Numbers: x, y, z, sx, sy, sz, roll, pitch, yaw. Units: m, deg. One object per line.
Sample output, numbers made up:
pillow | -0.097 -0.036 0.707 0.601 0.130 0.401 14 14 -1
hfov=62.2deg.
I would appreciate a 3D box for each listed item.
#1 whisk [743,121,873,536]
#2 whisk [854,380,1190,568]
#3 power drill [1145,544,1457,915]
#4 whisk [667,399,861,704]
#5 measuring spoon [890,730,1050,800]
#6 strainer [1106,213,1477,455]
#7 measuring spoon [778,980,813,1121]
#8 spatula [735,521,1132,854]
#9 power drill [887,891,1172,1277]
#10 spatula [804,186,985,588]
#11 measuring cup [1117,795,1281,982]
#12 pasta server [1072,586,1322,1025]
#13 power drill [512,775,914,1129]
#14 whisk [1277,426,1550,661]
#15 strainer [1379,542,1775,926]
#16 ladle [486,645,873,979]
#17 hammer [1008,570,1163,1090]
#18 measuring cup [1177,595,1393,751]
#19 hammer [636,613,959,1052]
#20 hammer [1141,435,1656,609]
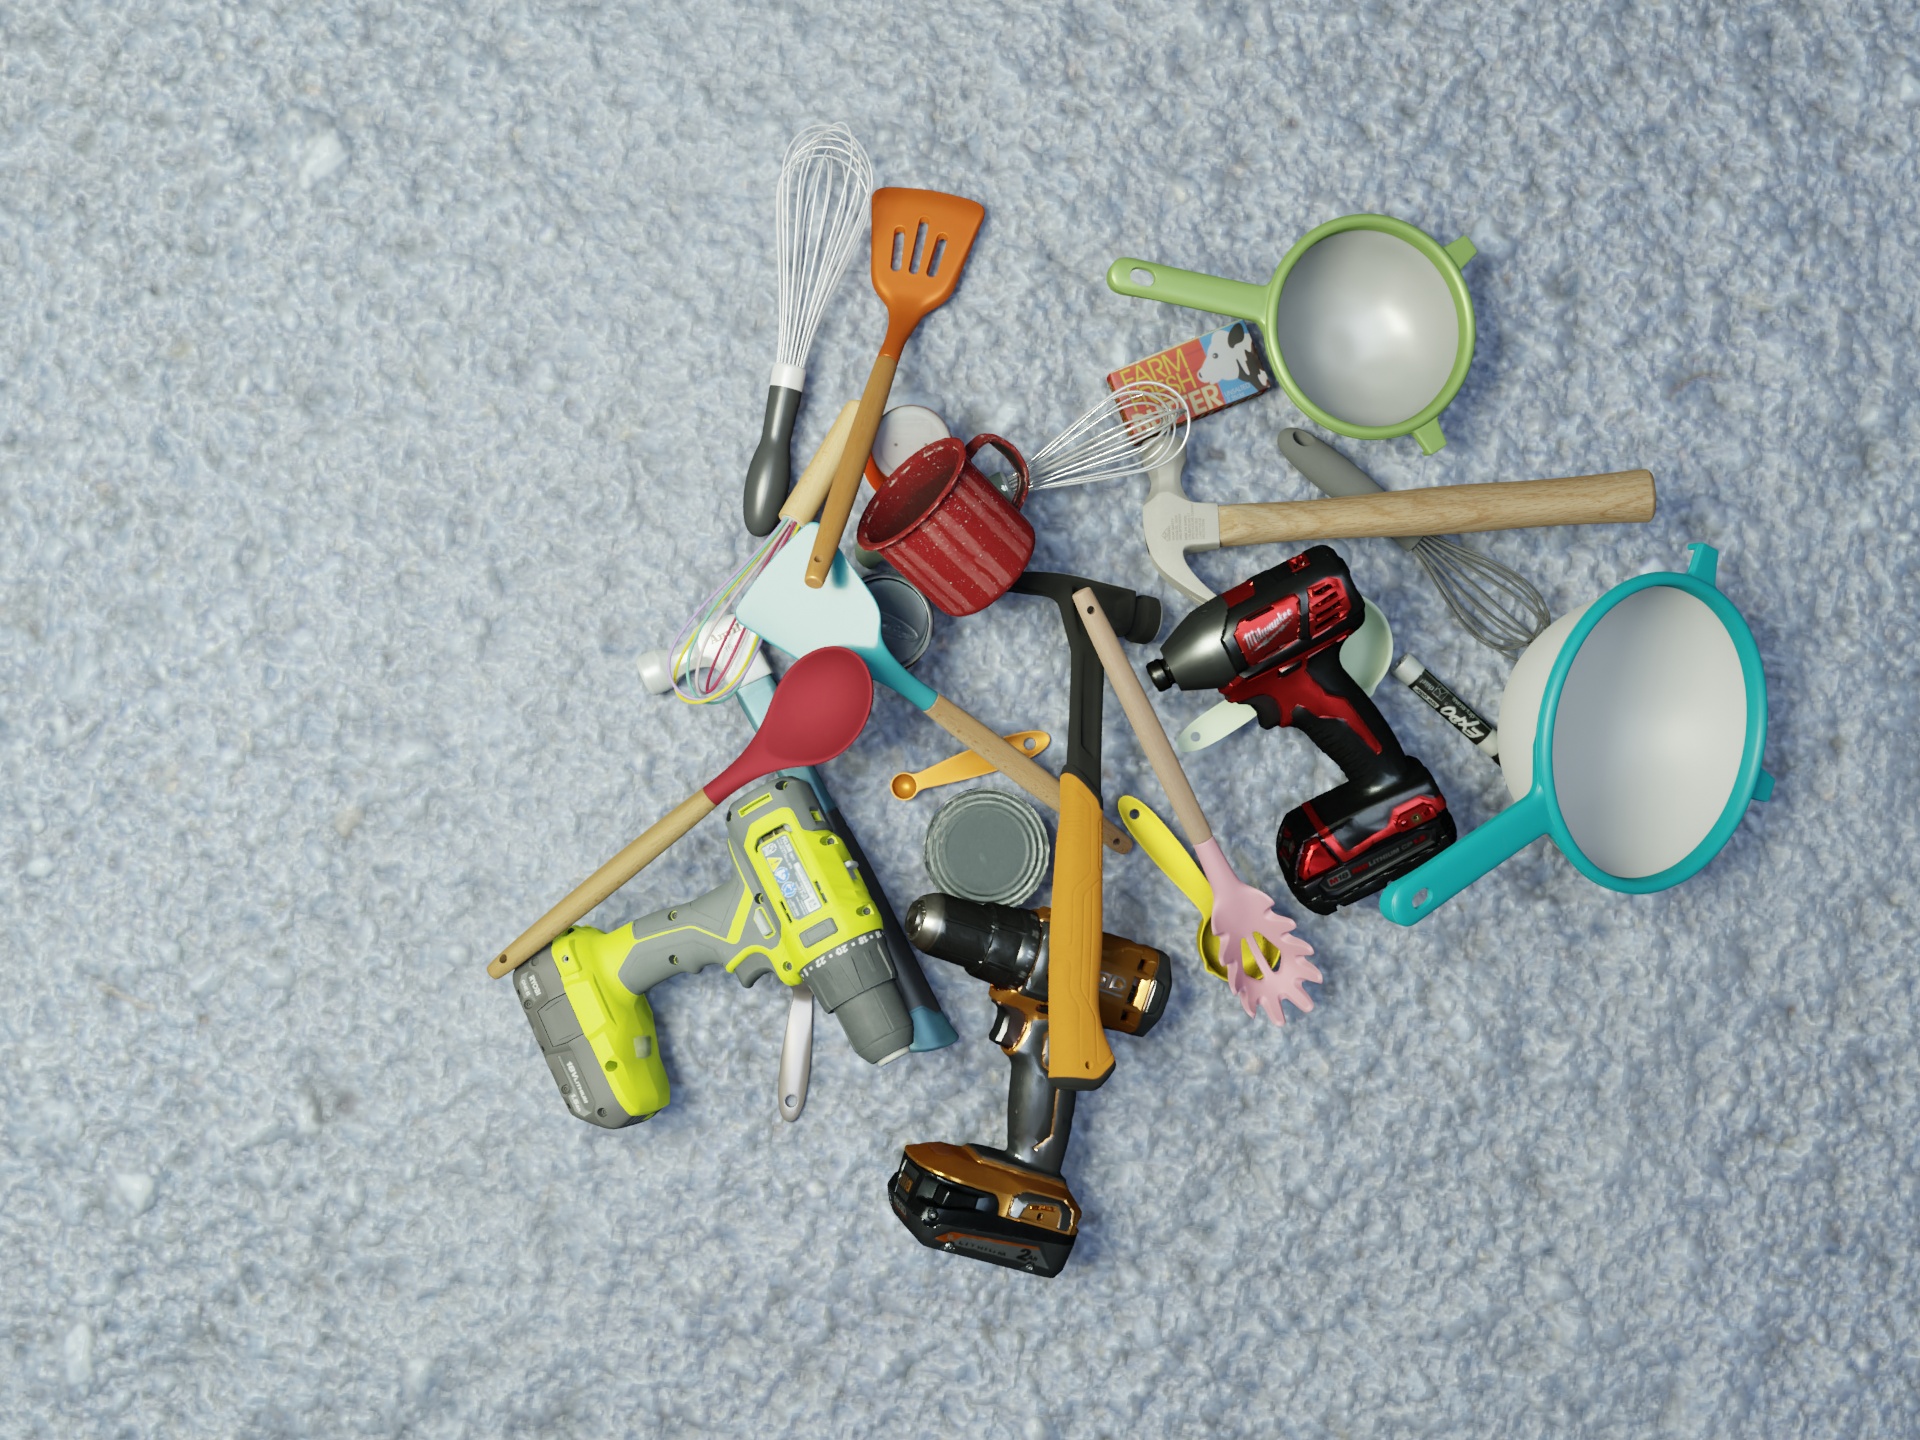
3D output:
whisk | -0.111 -0.265 1.081 0.070 0.070 0.284 11 93 -2
whisk | 0.040 -0.160 1.076 0.246 0.058 0.059 -24 100 9
power drill | 0.223 0.008 1.045 0.143 0.079 0.219 -27 106 7
whisk | -0.119 -0.113 1.061 0.051 0.047 0.245 37 70 -27
measuring spoon | 0.007 0.030 1.103 0.117 0.011 0.021 -19 89 -6
strainer | 0.217 -0.271 1.080 0.256 0.069 0.151 9 88 -9
measuring spoon | -0.111 0.214 1.088 0.034 0.018 0.124 6 89 -3
spatula | -0.002 -0.003 1.052 0.317 0.044 0.082 37 99 -23
power drill | 0.024 0.231 1.047 0.185 0.084 0.226 21 86 -19
spatula | -0.055 -0.223 1.044 0.081 0.041 0.323 11 60 6
measuring cup | 0.160 0.114 1.099 0.062 0.029 0.156 -39 88 -3
pasta server | 0.149 0.056 1.043 0.060 0.040 0.316 -27 100 -1
power drill | -0.154 0.169 1.026 0.228 0.080 0.191 -30 77 8
whisk | 0.314 -0.124 1.103 0.239 0.055 0.055 39 87 3
strainer | 0.381 0.034 1.045 0.340 0.095 0.211 -29 109 -20
ladle | -0.178 0.065 1.004 0.315 0.031 0.069 -39 65 5
hammer | 0.072 0.067 1.031 0.127 0.034 0.337 10 72 -26
measuring cup | 0.219 -0.026 1.100 0.167 0.038 0.083 -33 90 -1
hammer | -0.092 0.078 1.085 0.128 0.033 0.331 -26 90 -2
hammer | 0.288 -0.136 1.063 0.331 0.031 0.130 -3 80 9
